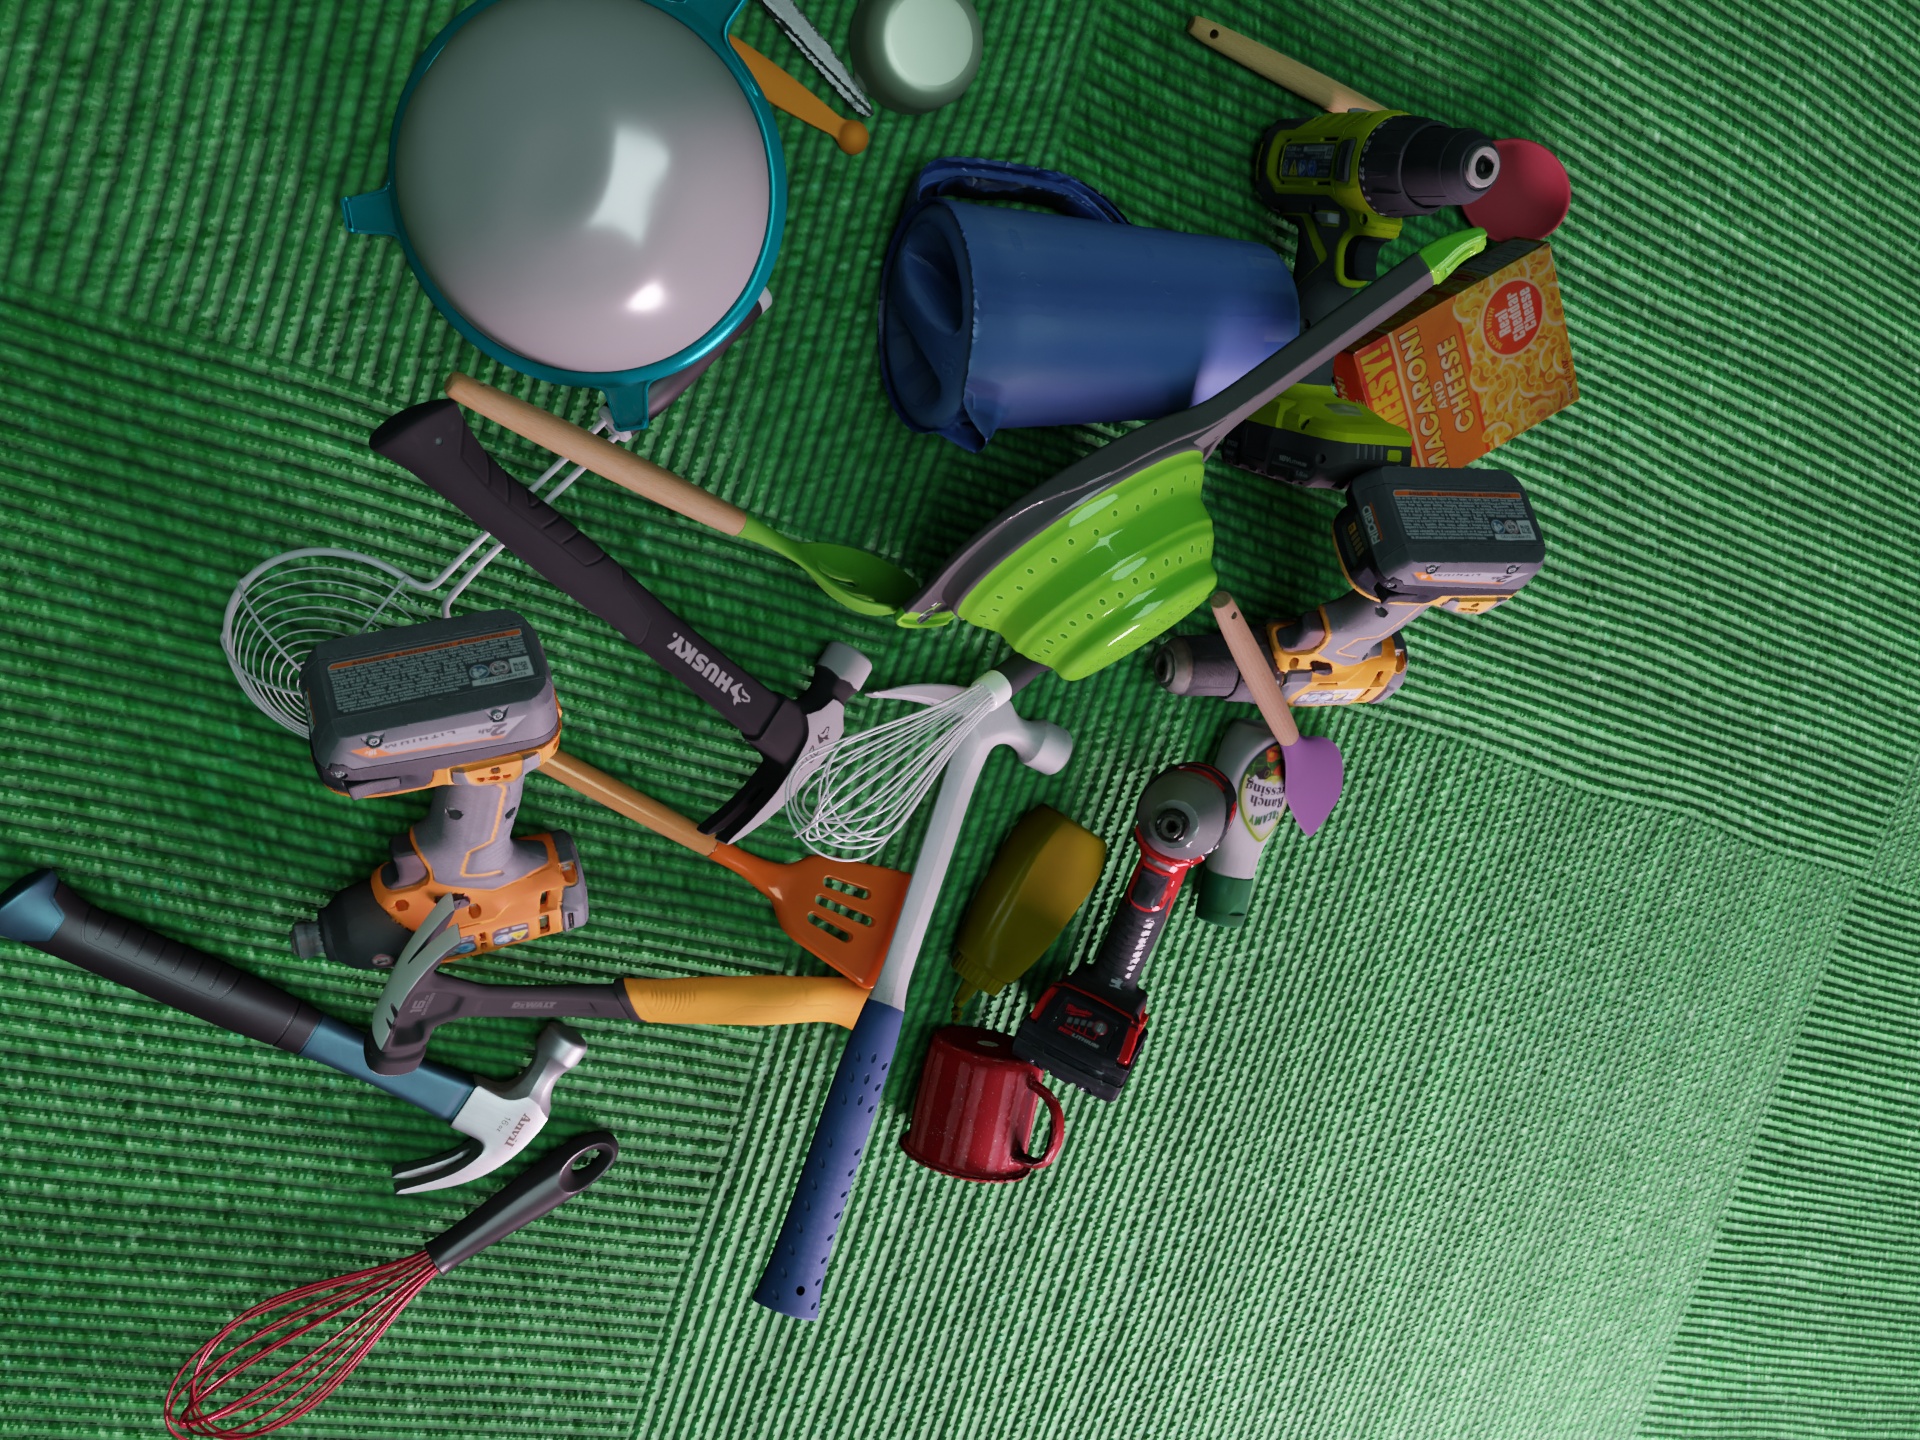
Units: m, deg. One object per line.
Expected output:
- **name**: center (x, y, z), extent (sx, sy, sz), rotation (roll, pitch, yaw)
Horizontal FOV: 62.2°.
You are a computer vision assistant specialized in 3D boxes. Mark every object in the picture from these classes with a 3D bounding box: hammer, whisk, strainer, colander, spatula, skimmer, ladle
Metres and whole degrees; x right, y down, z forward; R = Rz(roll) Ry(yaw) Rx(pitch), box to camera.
- **hammer**: center (-0.189, -0.059, 0.890), extent (0.334, 0.035, 0.146), rotation (42, 73, -40)
- **whisk**: center (-0.002, -0.004, 0.989), extent (0.284, 0.070, 0.070), rotation (-37, 118, -37)
- **strainer**: center (-0.158, -0.324, 0.796), extent (0.211, 0.095, 0.340), rotation (37, 101, -9)
- **hammer**: center (-0.176, 0.165, 0.968), extent (0.336, 0.034, 0.127), rotation (8, 130, -37)
- **hammer**: center (-0.049, 0.167, 1.005), extent (0.144, 0.035, 0.406), rotation (25, 76, -25)
- **colander**: center (0.150, -0.133, 0.930), extent (0.397, 0.204, 0.094), rotation (-34, 83, 16)
- **hammer**: center (-0.389, 0.173, 0.919), extent (0.330, 0.033, 0.128), rotation (34, 88, -27)
- **whisk**: center (-0.341, 0.342, 0.974), extent (0.296, 0.073, 0.073), rotation (-31, 114, -20)
- **spatula**: center (0.215, -0.003, 1.064), extent (0.060, 0.018, 0.315), rotation (-54, 145, -9)
- **spatula**: center (-0.170, 0.066, 0.981), extent (0.322, 0.041, 0.081), rotation (32, 72, -26)
- **skimmer**: center (-0.251, -0.129, 0.902), extent (0.363, 0.090, 0.127), rotation (-48, 122, -17)
- **ladle**: center (0.283, -0.400, 1.066), extent (0.315, 0.031, 0.069), rotation (16, 109, -24)

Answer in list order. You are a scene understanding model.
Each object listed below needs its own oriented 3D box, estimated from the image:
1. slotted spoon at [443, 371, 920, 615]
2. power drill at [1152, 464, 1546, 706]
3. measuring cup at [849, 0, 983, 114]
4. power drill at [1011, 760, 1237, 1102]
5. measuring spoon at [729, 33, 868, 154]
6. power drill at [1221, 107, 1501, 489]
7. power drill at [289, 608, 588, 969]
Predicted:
- **slotted spoon**: center (-0.147, -0.123, 0.903), extent (0.313, 0.070, 0.031), rotation (24, 113, -39)
- **power drill**: center (0.245, -0.075, 1.044), extent (0.185, 0.226, 0.084), rotation (-2, 65, -20)
- **measuring cup**: center (-0.046, -0.428, 0.906), extent (0.083, 0.038, 0.167), rotation (-39, 118, -10)
- **power drill**: center (0.118, 0.134, 1.065), extent (0.078, 0.143, 0.219), rotation (25, 99, 12)
- **measuring spoon**: center (-0.101, -0.363, 0.915), extent (0.116, 0.011, 0.021), rotation (26, 92, -27)
- **power drill**: center (0.247, -0.264, 0.999), extent (0.080, 0.191, 0.228), rotation (-1, 108, -25)
- **power drill**: center (-0.291, 0.054, 0.862), extent (0.164, 0.084, 0.226), rotation (-13, 141, -20)
